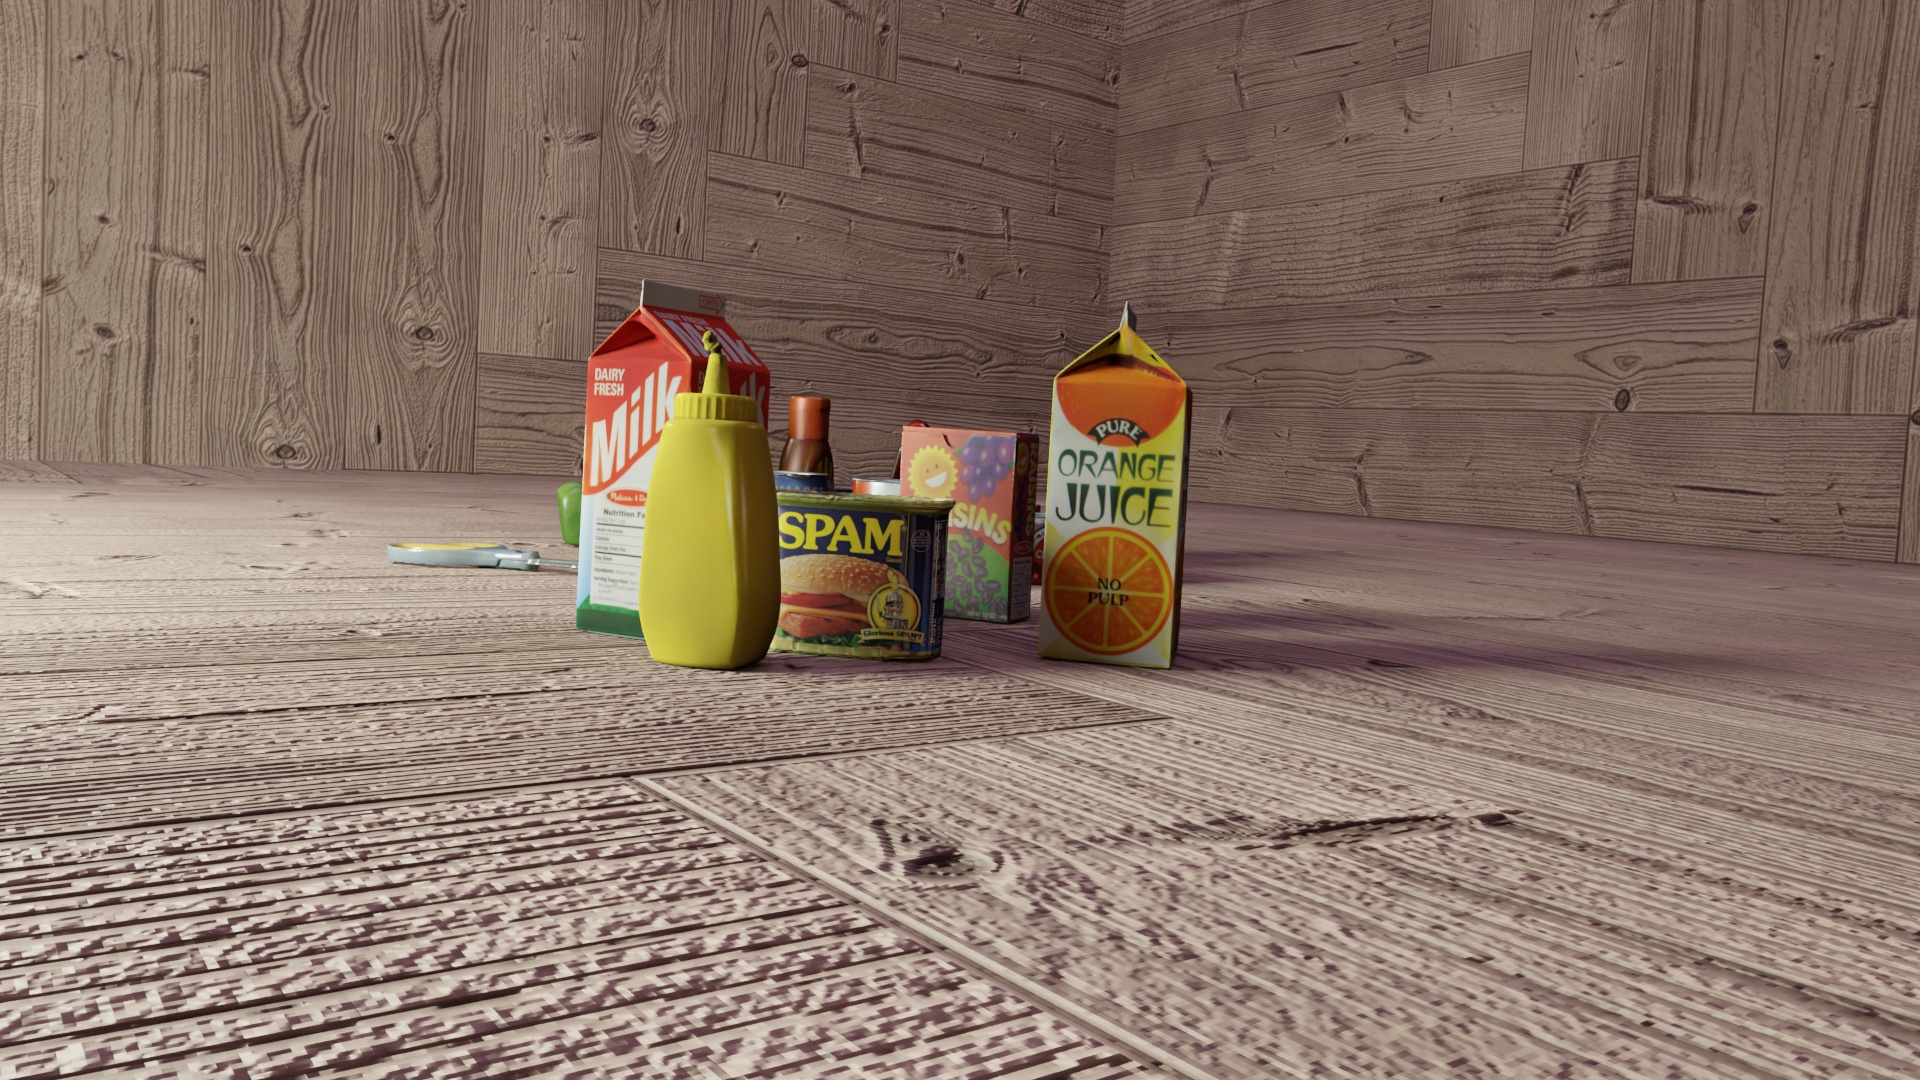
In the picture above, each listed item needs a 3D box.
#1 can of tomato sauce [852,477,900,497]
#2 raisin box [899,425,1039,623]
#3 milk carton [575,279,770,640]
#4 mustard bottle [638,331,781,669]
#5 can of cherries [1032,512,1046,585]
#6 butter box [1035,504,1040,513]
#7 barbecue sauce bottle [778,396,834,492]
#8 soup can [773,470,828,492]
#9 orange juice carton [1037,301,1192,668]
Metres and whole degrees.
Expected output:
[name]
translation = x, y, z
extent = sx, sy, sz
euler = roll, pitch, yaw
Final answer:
[can of tomato sauce]
translation = -0.054, -0.006, 1.088
extent = 0.071, 0.083, 0.071
euler = 3, 3, 0
[raisin box]
translation = 0.003, -0.011, 0.912
extent = 0.086, 0.123, 0.040
euler = 5, 4, 27
[milk carton]
translation = -0.156, -0.044, 0.764
extent = 0.073, 0.190, 0.072
euler = 5, 4, 28
[mustard bottle]
translation = -0.118, -0.020, 0.669
extent = 0.065, 0.160, 0.049
euler = 4, 3, 20
[can of cherries]
translation = 0.067, 0.006, 1.180
extent = 0.071, 0.058, 0.071
euler = 3, 4, 0
[butter box]
translation = 0.036, -0.017, 1.540
extent = 0.103, 0.053, 0.024
euler = 4, 3, 11
[barbecue sauce bottle]
translation = -0.139, -0.055, 1.251
extent = 0.043, 0.148, 0.065
euler = 5, 4, 27
[soup can]
translation = -0.143, -0.015, 1.135
extent = 0.071, 0.083, 0.071
euler = 3, 3, 0
[orange juice carton]
translation = 0.088, -0.032, 0.765
extent = 0.073, 0.192, 0.072
euler = 4, 3, 12
